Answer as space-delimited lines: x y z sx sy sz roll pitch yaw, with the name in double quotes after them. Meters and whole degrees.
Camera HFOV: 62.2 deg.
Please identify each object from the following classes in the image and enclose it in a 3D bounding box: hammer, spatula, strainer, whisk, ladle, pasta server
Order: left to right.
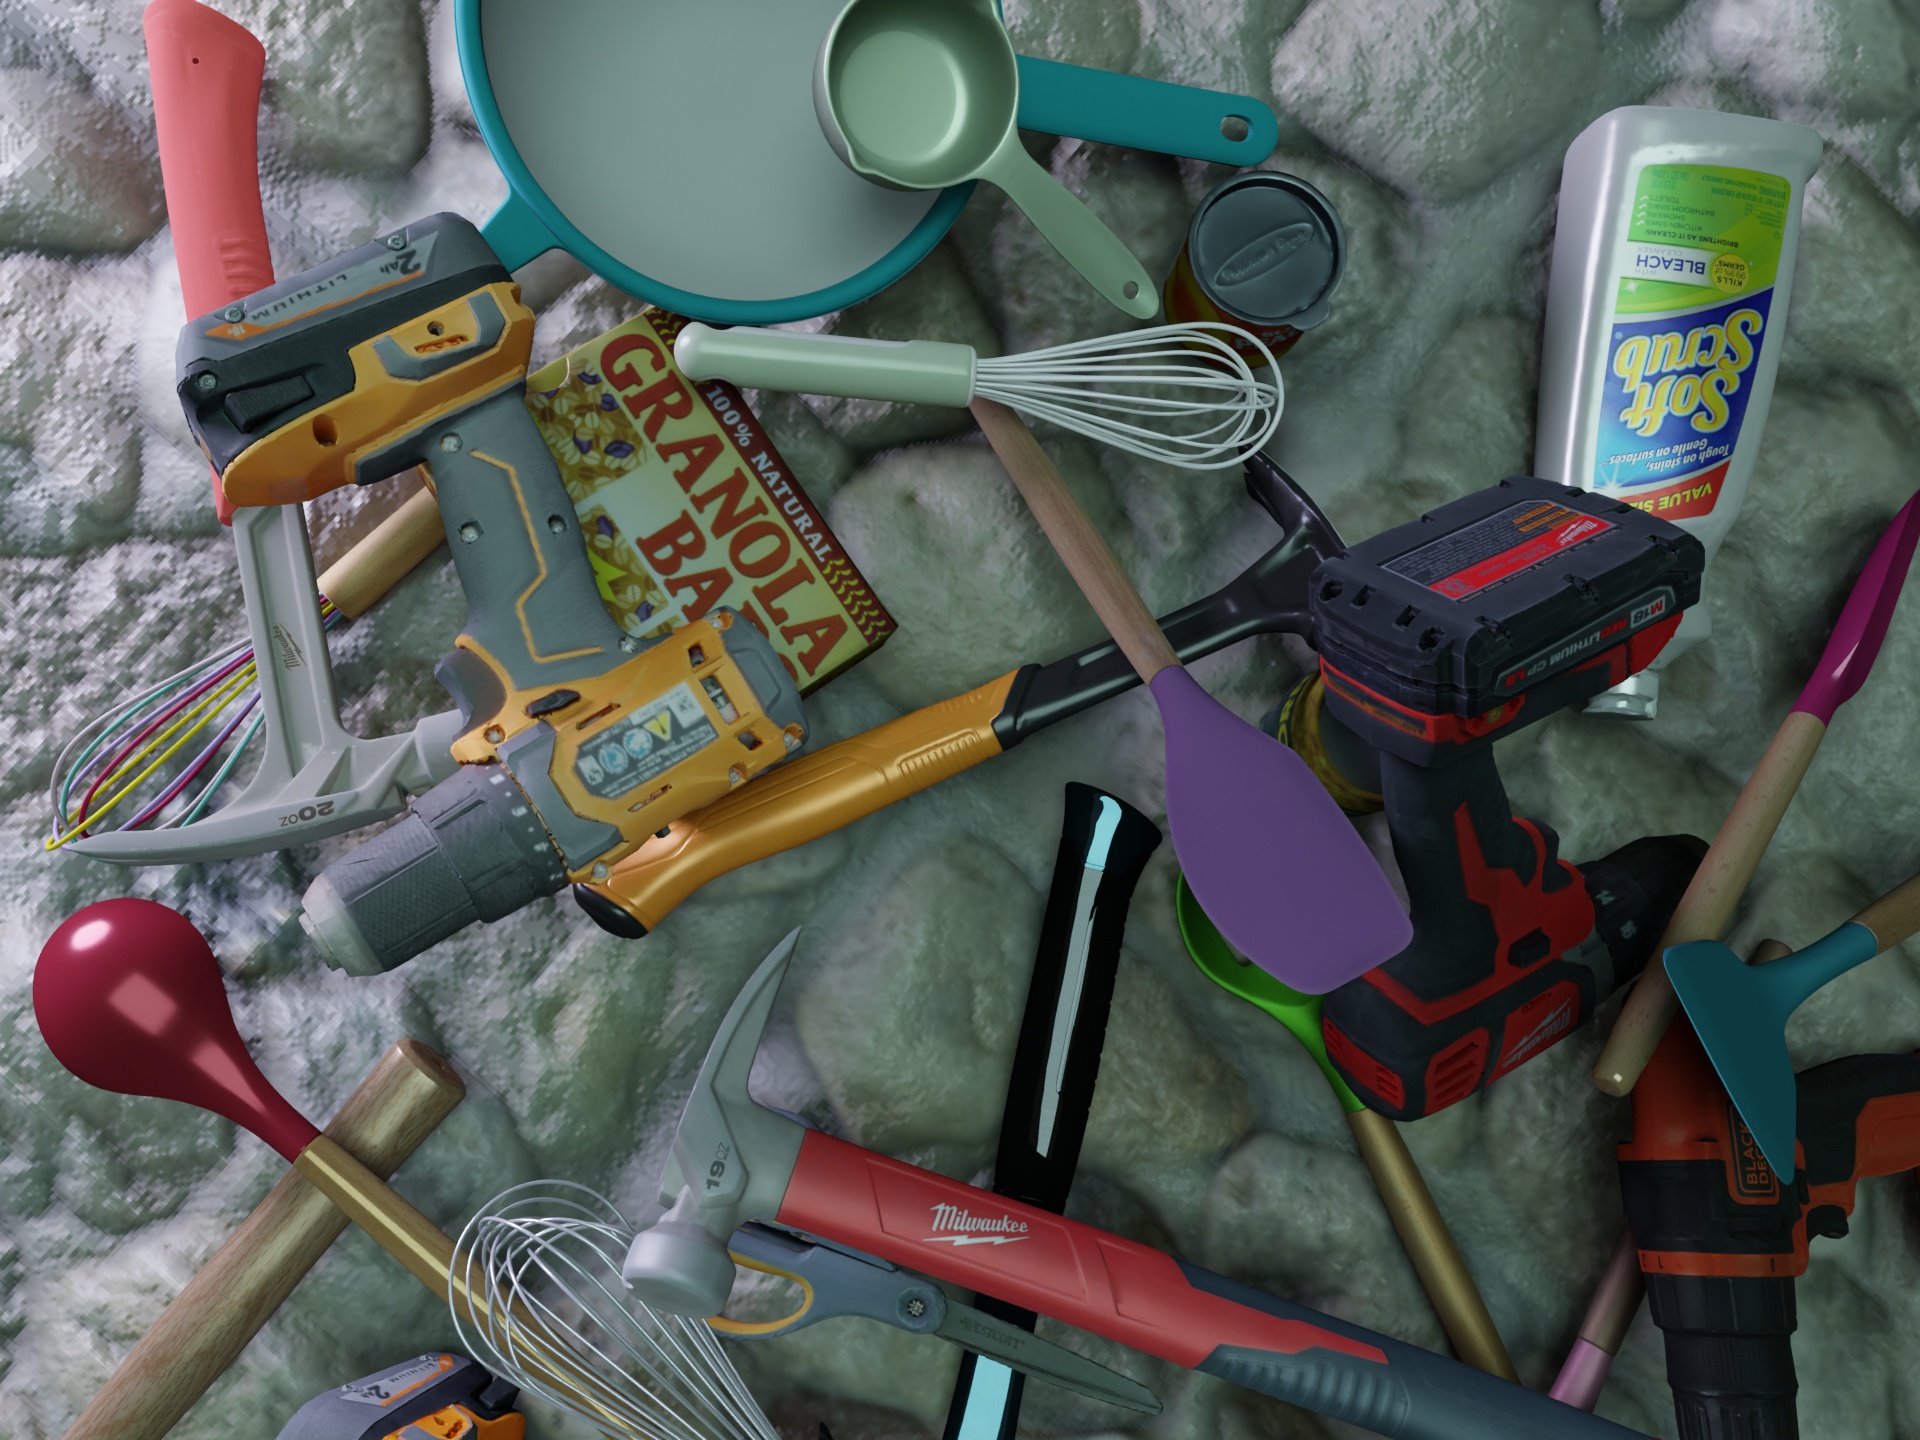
-0.313 0.263 0.613 0.130 0.031 0.331 40 83 2 "hammer"
-0.292 -0.125 0.630 0.149 0.036 0.359 -13 77 -9 "hammer"
-0.270 -0.032 0.644 0.245 0.047 0.051 -44 86 -10 "whisk"
-0.227 0.180 0.600 0.315 0.031 0.069 40 82 1 "ladle"
-0.072 0.276 0.578 0.284 0.070 0.070 45 83 -5 "whisk"
-0.035 -0.265 0.664 0.340 0.095 0.211 1 101 -21 "strainer"
-0.001 -0.002 0.642 0.337 0.034 0.127 -24 50 1 "hammer"
0.011 -0.137 0.633 0.246 0.058 0.059 3 100 -9 "whisk"
0.029 0.190 0.638 0.128 0.033 0.331 13 83 -2 "hammer"
0.064 -0.034 0.605 0.060 0.018 0.316 -28 59 0 "spatula"
0.083 0.202 0.585 0.386 0.038 0.143 20 53 -2 "hammer"
0.267 0.225 0.631 0.060 0.040 0.316 30 77 5 "pasta server"
0.367 0.074 0.606 0.317 0.044 0.082 -20 79 -29 "spatula"

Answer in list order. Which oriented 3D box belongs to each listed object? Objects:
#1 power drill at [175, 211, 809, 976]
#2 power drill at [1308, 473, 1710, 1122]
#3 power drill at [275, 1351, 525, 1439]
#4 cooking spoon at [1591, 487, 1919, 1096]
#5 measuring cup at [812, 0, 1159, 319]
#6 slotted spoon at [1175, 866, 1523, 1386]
-0.185 -0.039 0.558 0.185 0.084 0.226 -33 94 -21 "power drill"
0.217 0.028 0.594 0.188 0.080 0.226 -23 123 -20 "power drill"
-0.130 0.321 0.567 0.226 0.164 0.084 27 83 13 "power drill"
0.322 0.019 0.625 0.017 0.068 0.319 22 59 35 "cooking spoon"
0.013 -0.214 0.621 0.167 0.038 0.083 38 88 -24 "measuring cup"
0.173 0.181 0.650 0.070 0.031 0.314 -26 87 -8 "slotted spoon"
